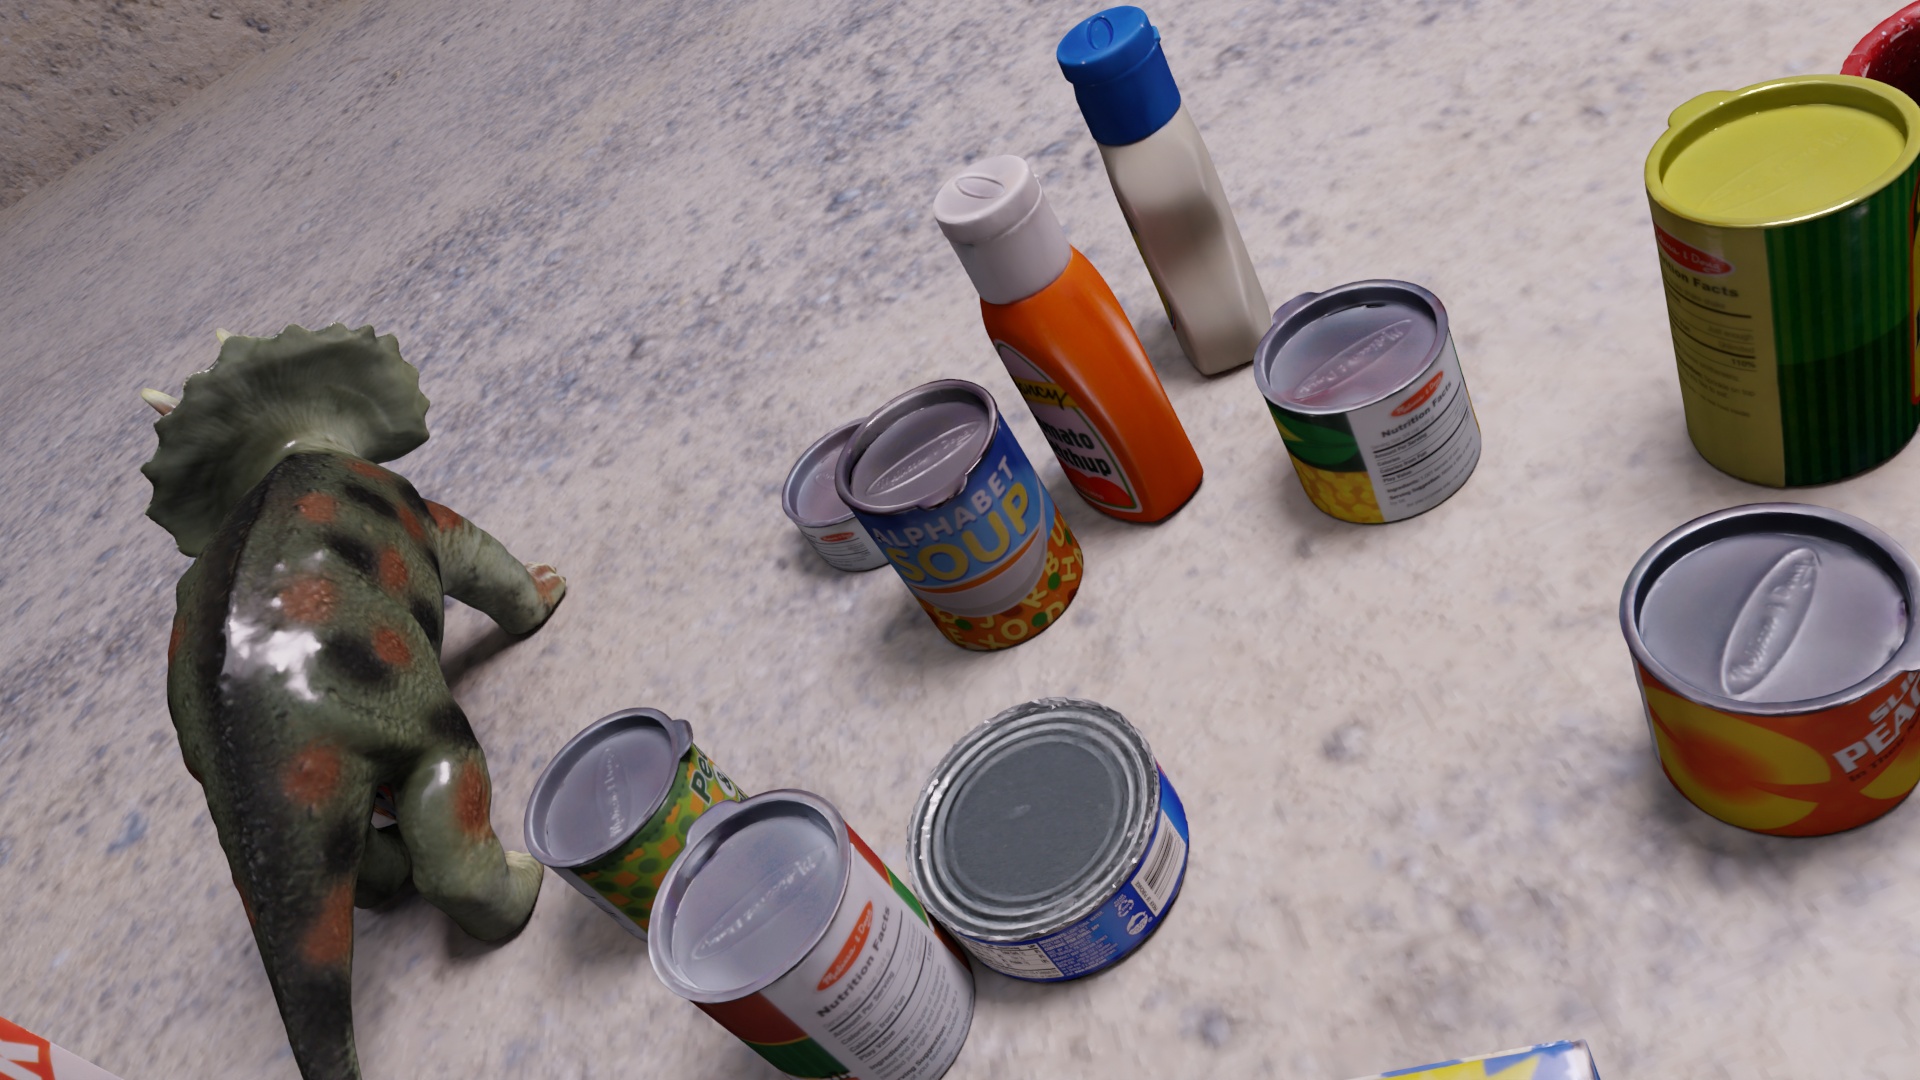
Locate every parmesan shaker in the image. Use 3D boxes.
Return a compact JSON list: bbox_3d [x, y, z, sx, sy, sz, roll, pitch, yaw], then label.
[{"bbox_3d":[0.244,-0.076,0.411,0.071,0.102,0.072,-19,41,18],"label":"parmesan shaker"}]

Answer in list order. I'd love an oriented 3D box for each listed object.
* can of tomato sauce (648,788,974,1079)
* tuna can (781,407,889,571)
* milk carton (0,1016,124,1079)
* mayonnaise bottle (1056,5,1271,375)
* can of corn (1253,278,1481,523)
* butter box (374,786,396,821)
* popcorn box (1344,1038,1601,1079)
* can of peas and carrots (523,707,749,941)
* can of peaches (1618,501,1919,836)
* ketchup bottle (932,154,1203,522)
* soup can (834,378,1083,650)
[{"bbox_3d":[-0.044,0.124,0.418,0.071,0.082,0.071,-19,41,18],"label":"can of tomato sauce"},{"bbox_3d":[-0.041,-0.023,0.610,0.071,0.032,0.071,-19,41,18],"label":"tuna can"},{"bbox_3d":[-0.298,0.207,0.423,0.072,0.190,0.074,-35,38,0],"label":"milk carton"},{"bbox_3d":[0.083,-0.138,0.553,0.041,0.147,0.065,-22,40,15],"label":"mayonnaise bottle"},{"bbox_3d":[0.143,-0.050,0.490,0.071,0.058,0.071,-19,41,18],"label":"can of corn"},{"bbox_3d":[-0.263,0.102,0.619,0.103,0.053,0.024,8,54,40],"label":"butter box"},{"bbox_3d":[0.081,0.153,0.300,0.126,0.085,0.038,-19,41,18],"label":"popcorn box"},{"bbox_3d":[-0.113,0.103,0.508,0.071,0.058,0.071,-19,41,18],"label":"can of peas and carrots"},{"bbox_3d":[0.211,0.034,0.355,0.071,0.058,0.071,-19,41,18],"label":"can of peaches"},{"bbox_3d":[0.039,-0.072,0.514,0.043,0.148,0.065,-44,40,-12],"label":"ketchup bottle"},{"bbox_3d":[0.002,-0.007,0.523,0.071,0.083,0.072,-19,41,18],"label":"soup can"}]
